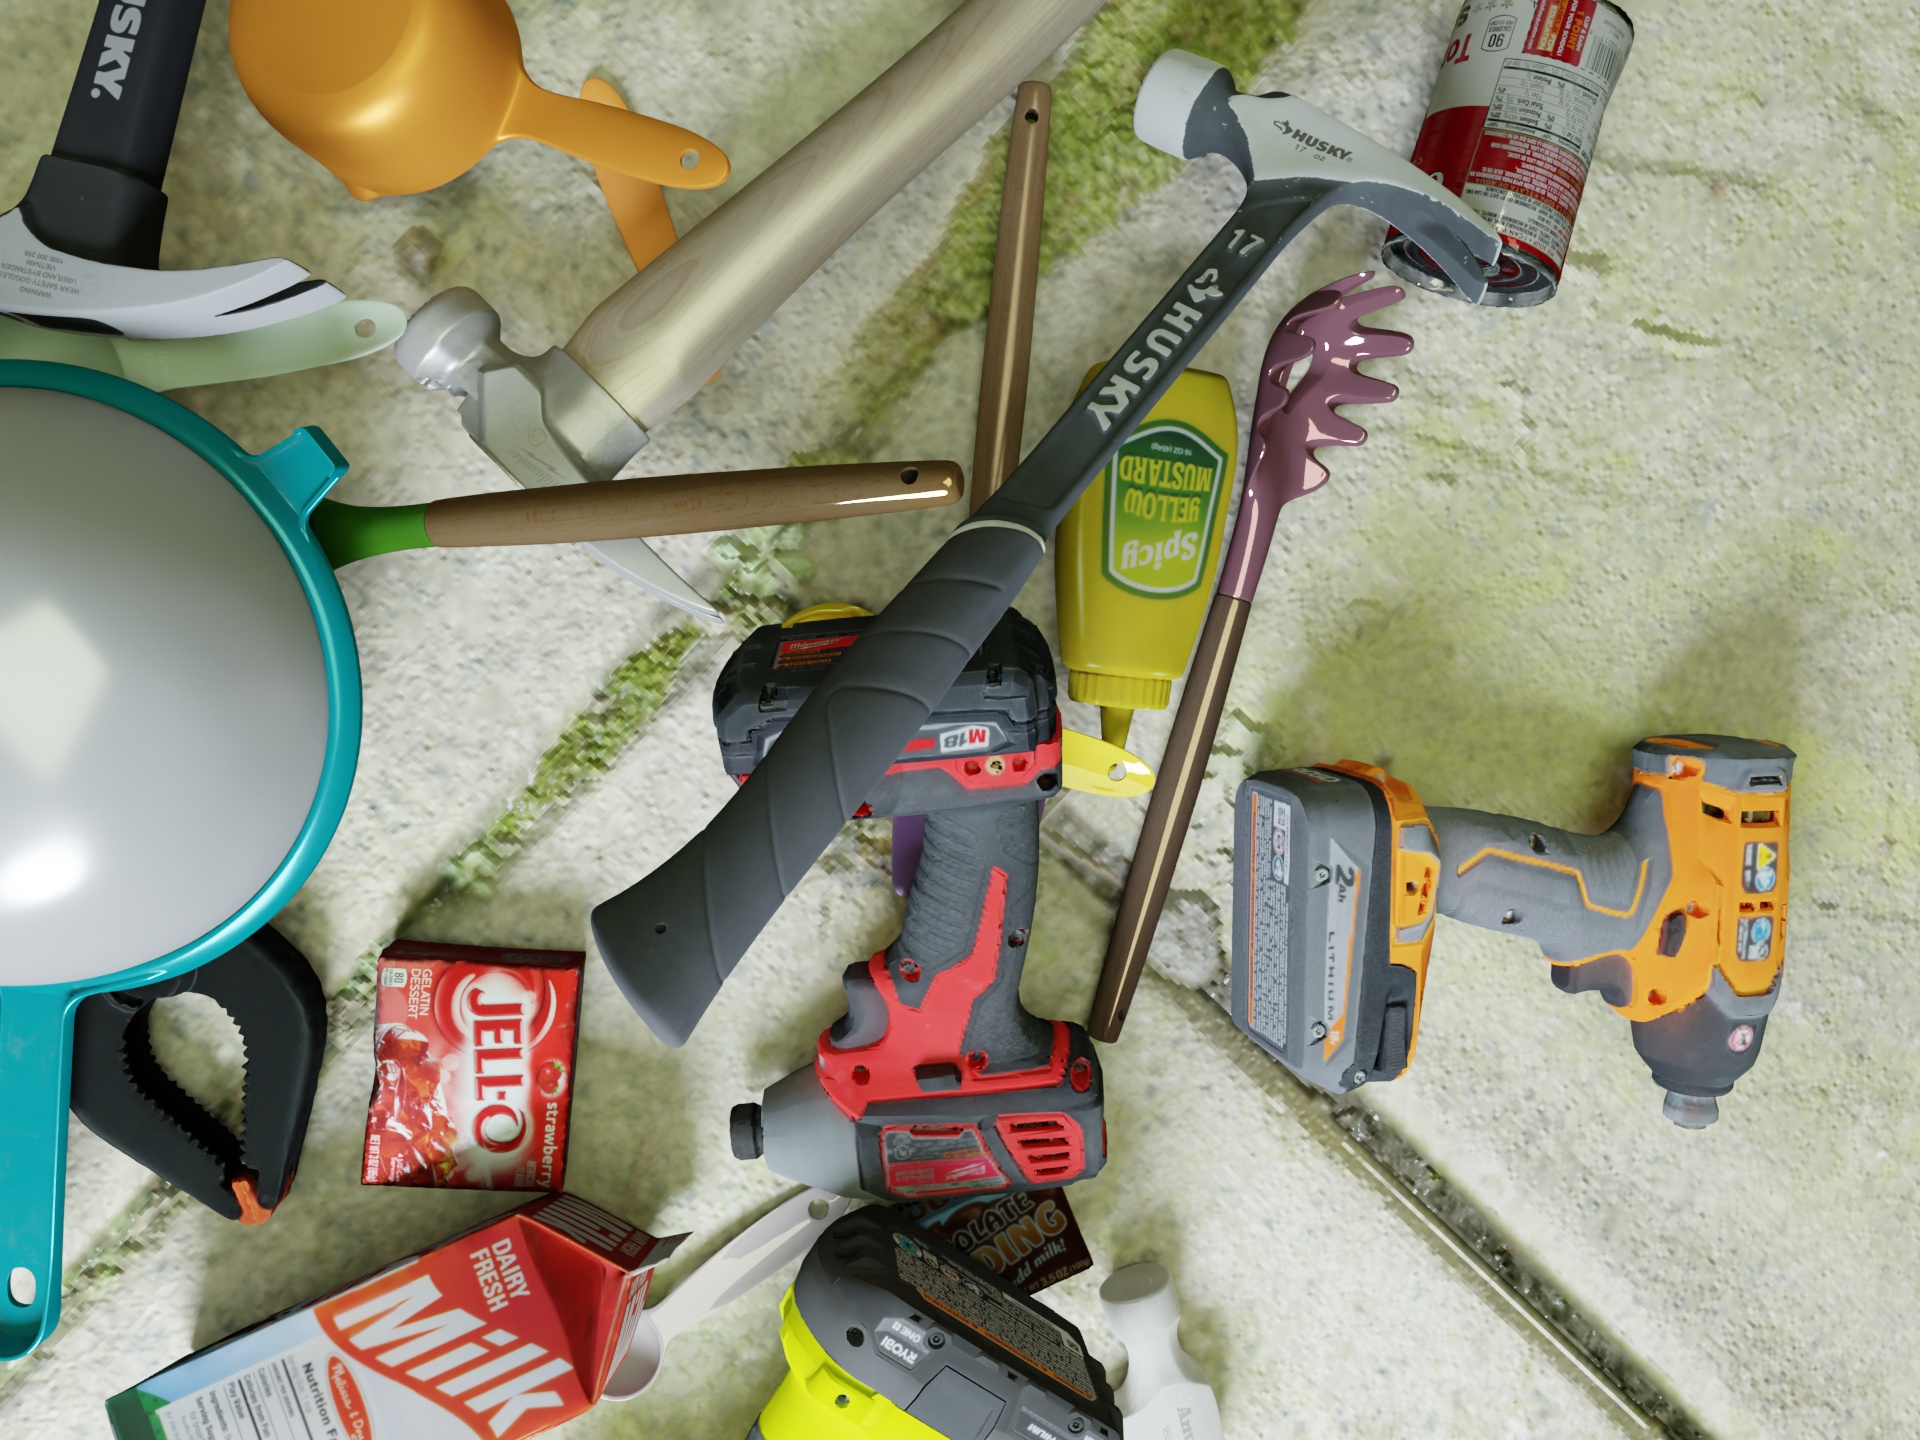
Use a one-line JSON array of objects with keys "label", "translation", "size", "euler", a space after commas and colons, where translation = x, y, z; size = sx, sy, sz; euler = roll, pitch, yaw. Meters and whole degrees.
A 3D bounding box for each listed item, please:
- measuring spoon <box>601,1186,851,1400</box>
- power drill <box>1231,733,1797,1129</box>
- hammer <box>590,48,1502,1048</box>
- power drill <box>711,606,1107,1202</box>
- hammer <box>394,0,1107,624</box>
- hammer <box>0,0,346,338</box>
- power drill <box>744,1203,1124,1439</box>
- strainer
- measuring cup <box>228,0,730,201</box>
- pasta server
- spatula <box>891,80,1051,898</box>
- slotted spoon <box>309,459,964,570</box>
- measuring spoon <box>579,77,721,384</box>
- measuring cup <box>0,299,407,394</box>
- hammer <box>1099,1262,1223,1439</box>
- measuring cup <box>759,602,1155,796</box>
[{"label": "measuring spoon", "translation": [-0.095, 0.221, 0.629], "size": [0.124, 0.018, 0.034], "euler": [-33, 84, -12]}, {"label": "power drill", "translation": [0.227, 0.090, 0.639], "size": [0.226, 0.084, 0.164], "euler": [-2, 96, -14]}, {"label": "hammer", "translation": [0.027, -0.067, 0.513], "size": [0.149, 0.036, 0.409], "euler": [30, 67, 18]}, {"label": "power drill", "translation": [-0.024, 0.077, 0.578], "size": [0.143, 0.079, 0.219], "euler": [-5, 111, 1]}, {"label": "hammer", "translation": [-0.003, -0.219, 0.572], "size": [0.146, 0.038, 0.410], "euler": [45, 85, 0]}, {"label": "hammer", "translation": [-0.232, -0.282, 0.496], "size": [0.146, 0.035, 0.335], "euler": [14, 89, 8]}, {"label": "power drill", "translation": [-0.045, 0.310, 0.583], "size": [0.171, 0.080, 0.223], "euler": [35, 93, -10]}, {"label": "strainer", "translation": [-0.310, 0.058, 0.494], "size": [0.211, 0.095, 0.340], "euler": [7, 99, -1]}, {"label": "measuring cup", "translation": [-0.160, -0.213, 0.525], "size": [0.174, 0.052, 0.095], "euler": [21, 91, 12]}, {"label": "pasta server", "translation": [0.106, -0.021, 0.627], "size": [0.060, 0.040, 0.316], "euler": [13, 95, -43]}, {"label": "spatula", "translation": [0.014, -0.083, 0.615], "size": [0.060, 0.018, 0.316], "euler": [5, 95, -1]}, {"label": "slotted spoon", "translation": [-0.150, -0.064, 0.524], "size": [0.314, 0.031, 0.070], "euler": [-3, 74, 16]}, {"label": "measuring spoon", "translation": [-0.115, -0.180, 0.587], "size": [0.021, 0.011, 0.117], "euler": [-21, 98, -7]}, {"label": "measuring cup", "translation": [-0.268, -0.116, 0.544], "size": [0.167, 0.038, 0.083], "euler": [-13, 88, -3]}, {"label": "hammer", "translation": [-0.051, 0.335, 0.636], "size": [0.331, 0.031, 0.130], "euler": [-18, 98, -7]}, {"label": "measuring cup", "translation": [-0.001, -0.002, 0.606], "size": [0.156, 0.029, 0.062], "euler": [18, 105, -6]}]
